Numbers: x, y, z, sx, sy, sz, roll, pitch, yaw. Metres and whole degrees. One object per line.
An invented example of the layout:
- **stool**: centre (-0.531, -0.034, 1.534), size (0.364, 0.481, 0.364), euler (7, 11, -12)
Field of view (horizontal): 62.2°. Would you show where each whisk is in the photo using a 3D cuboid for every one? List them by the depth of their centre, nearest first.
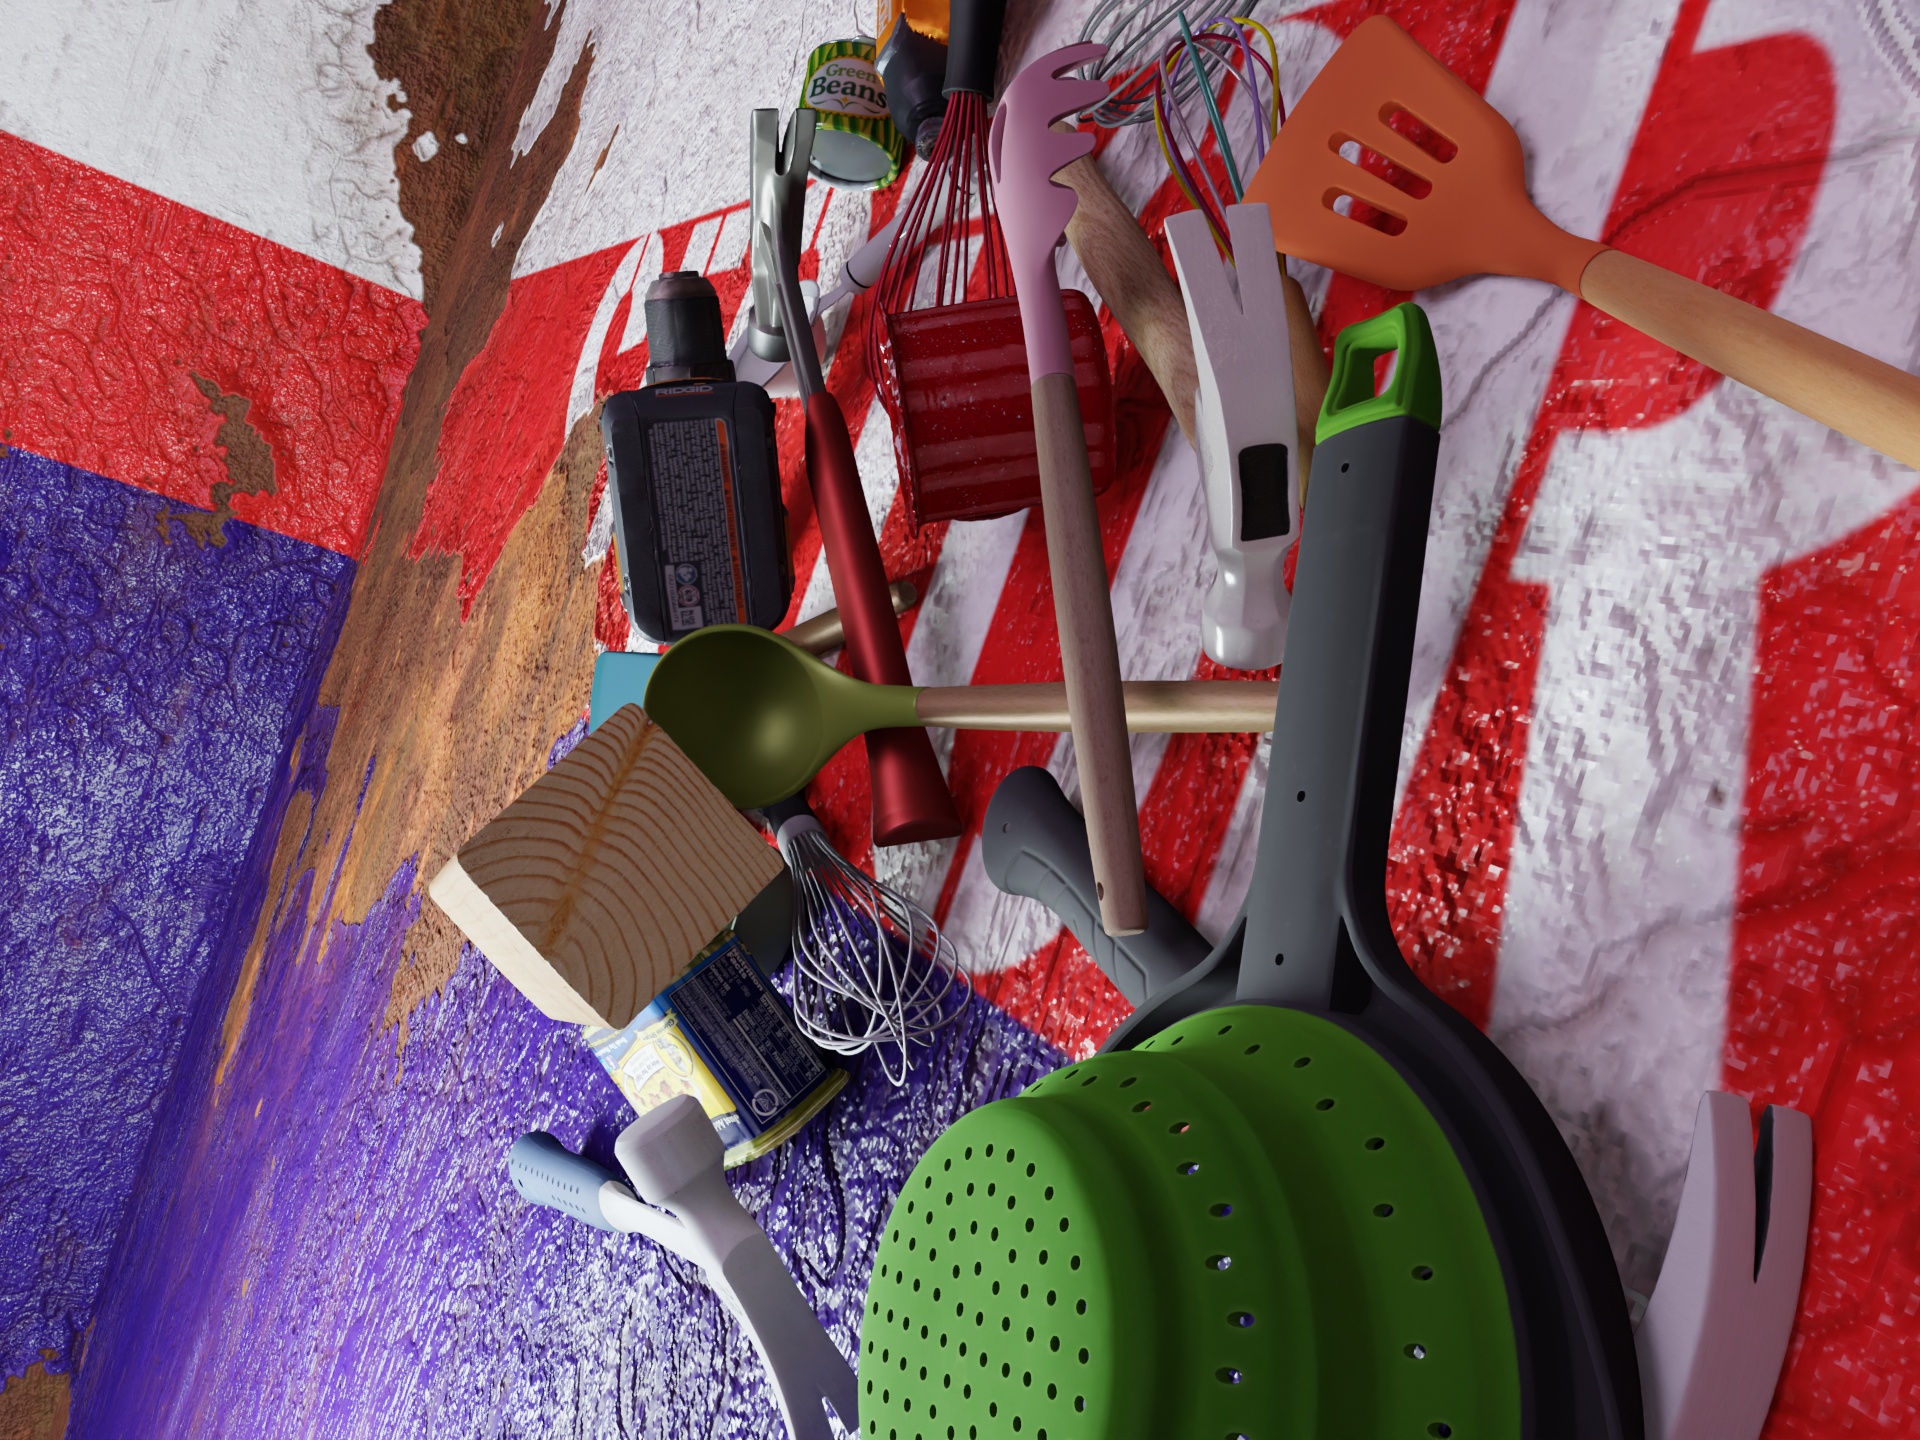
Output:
- **whisk**: centre (0.107, -0.166, 0.556), size (0.047, 0.051, 0.245), euler (-12, 59, 6)
- **whisk**: centre (0.127, -0.305, 0.606), size (0.239, 0.055, 0.055), euler (-28, 50, 44)
- **whisk**: centre (-0.062, 0.069, 0.703), size (0.070, 0.070, 0.285), euler (-65, 24, 11)
- **whisk**: centre (0.002, -0.260, 0.714), size (0.073, 0.073, 0.296), euler (16, 101, 61)

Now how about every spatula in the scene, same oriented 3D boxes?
- **spatula**: centre (0.176, -0.111, 0.410), size (0.081, 0.041, 0.323), euler (-56, 33, 18)
- **spatula**: centre (-0.122, -0.030, 0.868), size (0.317, 0.044, 0.082), euler (-19, 66, 53)

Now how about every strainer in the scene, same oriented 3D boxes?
- **strainer**: centre (-0.062, -0.243, 0.895), size (0.258, 0.050, 0.087), euler (-29, 42, 43)

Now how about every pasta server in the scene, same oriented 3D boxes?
- **pasta server**: centre (0.041, -0.087, 0.523), size (0.060, 0.040, 0.316), euler (111, 154, -70)

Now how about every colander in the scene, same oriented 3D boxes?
- **colander**: centre (0.054, 0.070, 0.383), size (0.204, 0.094, 0.397), euler (-11, 66, 59)

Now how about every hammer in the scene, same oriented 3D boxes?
- **hammer**: centre (0.085, 0.092, 0.455), size (0.146, 0.035, 0.335), euler (-65, 29, 13)
- **hammer**: centre (0.067, -0.163, 0.596), size (0.332, 0.031, 0.130), euler (-104, 6, -53)
- **hammer**: centre (-0.055, -0.108, 0.726), size (0.149, 0.036, 0.359), euler (104, 155, -57)
- **hammer**: centre (-0.152, 0.230, 0.730), size (0.144, 0.035, 0.405), euler (60, 154, -5)

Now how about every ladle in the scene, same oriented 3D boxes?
- **ladle**: centre (-0.001, -0.002, 0.570), size (0.320, 0.062, 0.078), euler (0, 105, 44)

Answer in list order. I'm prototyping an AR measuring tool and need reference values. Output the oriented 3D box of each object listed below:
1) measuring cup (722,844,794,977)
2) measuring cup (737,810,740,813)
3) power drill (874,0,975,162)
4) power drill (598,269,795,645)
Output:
- **measuring cup**: centre (-0.132, 0.119, 0.807), size (0.167, 0.038, 0.083), euler (-45, 38, 42)
- **measuring cup**: centre (-0.151, 0.052, 0.874), size (0.173, 0.052, 0.095), euler (117, 145, -69)
- **power drill**: centre (0.027, -0.396, 0.793), size (0.226, 0.084, 0.164), euler (-41, 42, 49)
- **power drill**: centre (-0.136, -0.139, 0.819), size (0.226, 0.084, 0.185), euler (-122, 26, -75)
